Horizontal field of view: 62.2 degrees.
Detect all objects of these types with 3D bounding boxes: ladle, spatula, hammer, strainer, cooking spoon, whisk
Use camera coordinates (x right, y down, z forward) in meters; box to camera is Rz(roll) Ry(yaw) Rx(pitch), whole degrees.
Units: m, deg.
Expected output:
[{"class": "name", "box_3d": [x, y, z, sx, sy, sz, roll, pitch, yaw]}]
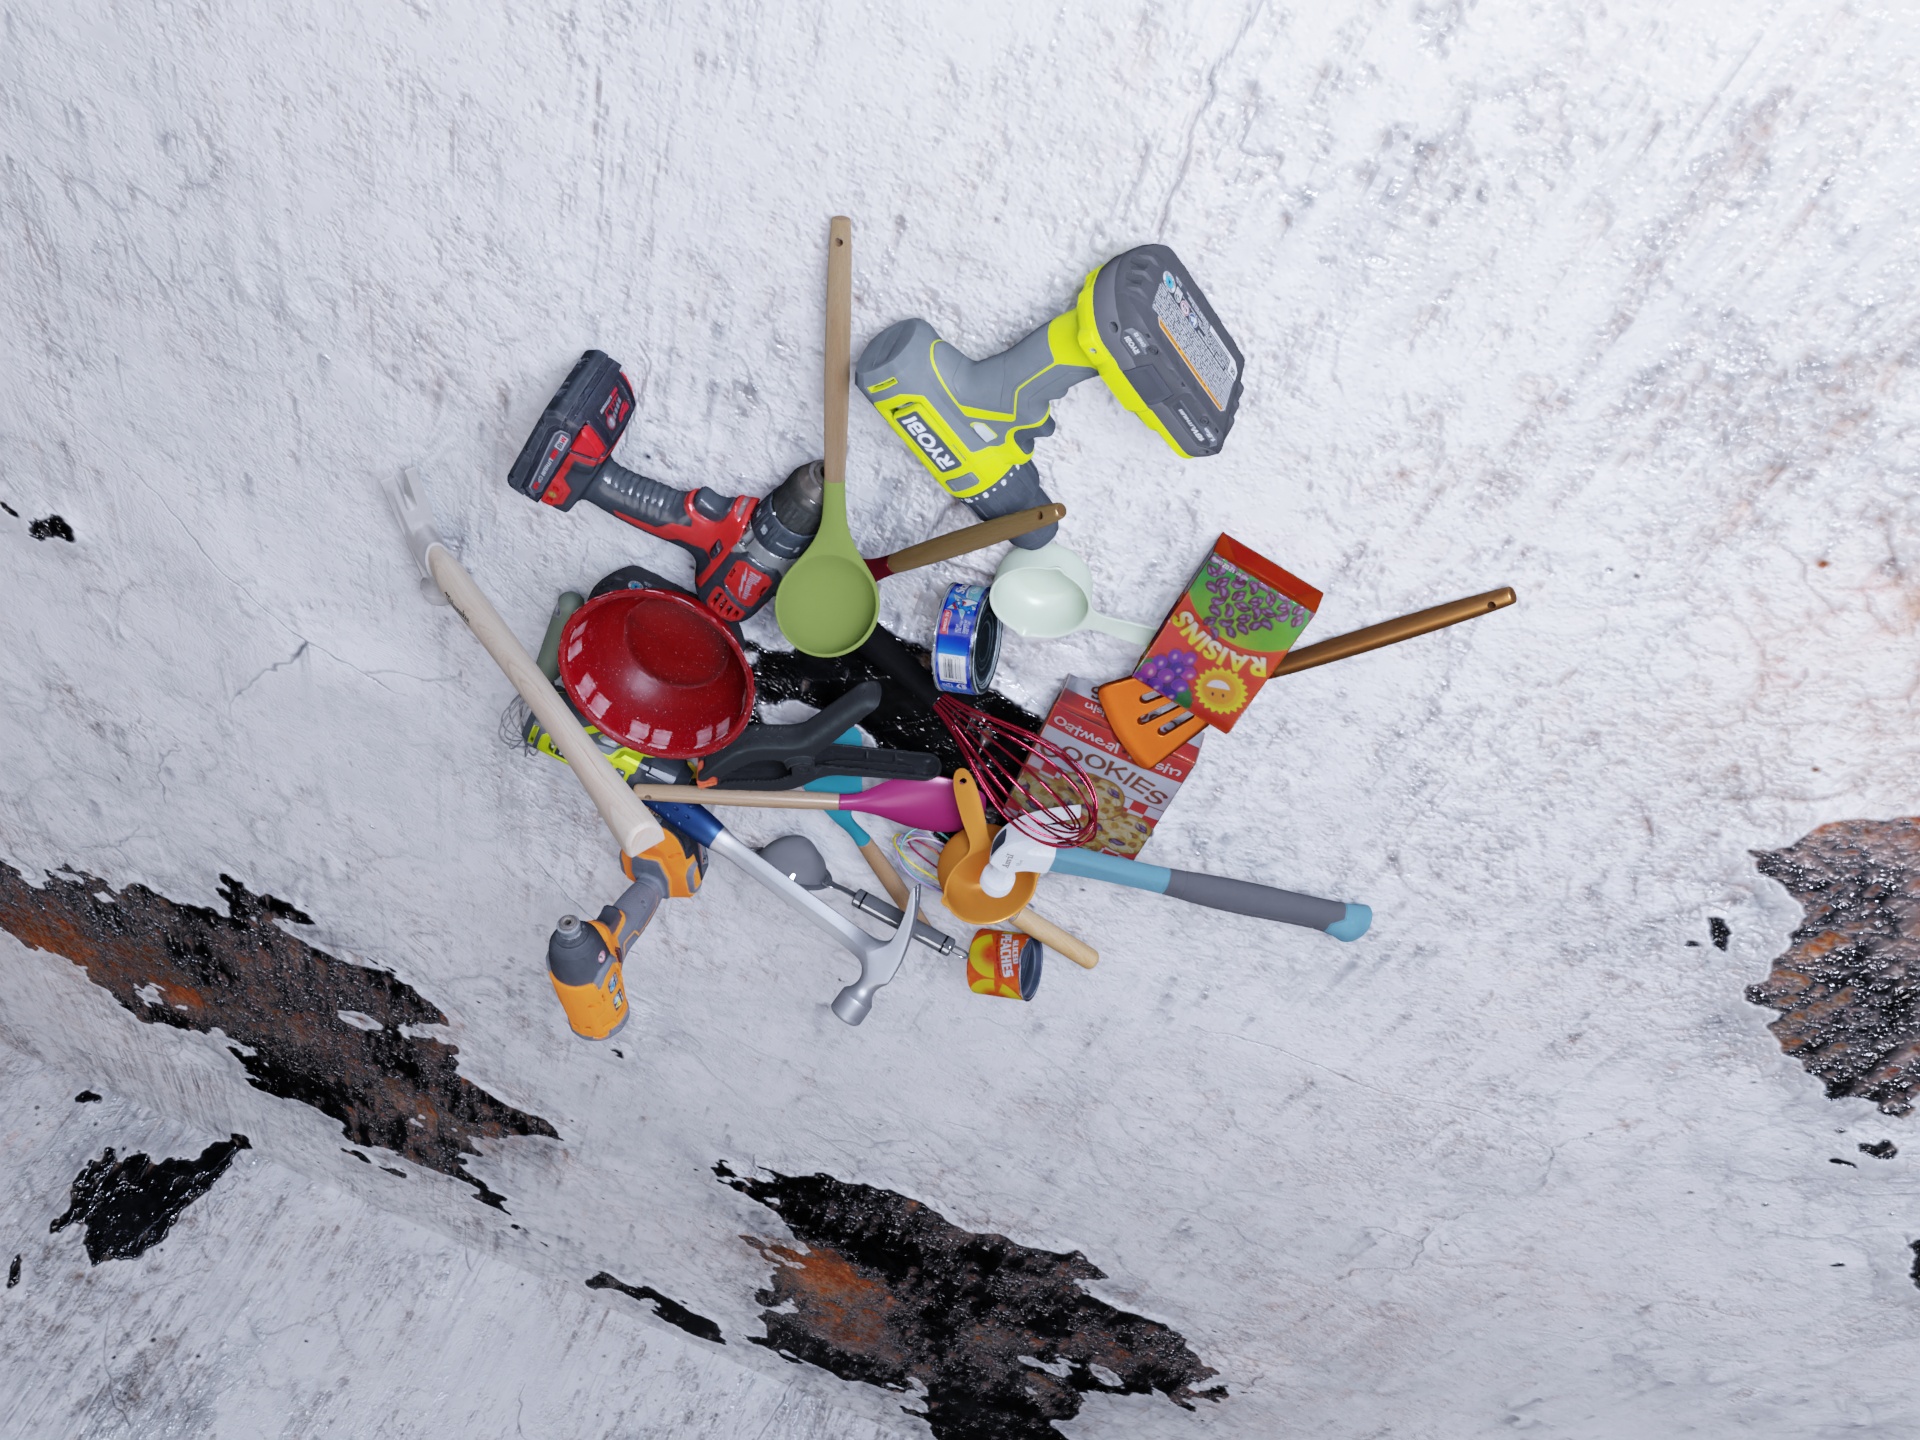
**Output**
[{"class": "ladle", "box_3d": [-0.089, -0.188, 1.110, 0.078, 0.062, 0.320, 7, 125, 3]}, {"class": "spatula", "box_3d": [0.251, -0.040, 1.171, 0.322, 0.041, 0.081, -19, 109, 38]}, {"class": "hammer", "box_3d": [-0.358, -0.044, 1.291, 0.411, 0.038, 0.146, 46, 156, 31]}, {"class": "hammer", "box_3d": [0.189, 0.142, 1.369, 0.331, 0.033, 0.128, 13, 144, -5]}, {"class": "strainer", "box_3d": [-0.104, 0.169, 1.558, 0.258, 0.087, 0.050, 28, 108, 6]}, {"class": "ladle", "box_3d": [-0.032, -0.119, 1.165, 0.315, 0.031, 0.069, -11, 89, 51]}, {"class": "cooking spoon", "box_3d": [-0.136, 0.073, 1.442, 0.319, 0.017, 0.068, 3, 129, -3]}, {"class": "whisk", "box_3d": [-0.002, -0.004, 1.289, 0.296, 0.073, 0.073, 42, 141, 5]}, {"class": "hammer", "box_3d": [-0.219, 0.113, 1.513, 0.405, 0.144, 0.035, 36, -175, 7]}, {"class": "whisk", "box_3d": [-0.388, -0.042, 1.491, 0.059, 0.058, 0.246, 0, 147, -28]}, {"class": "spatula", "box_3d": [-0.079, 0.122, 1.539, 0.082, 0.044, 0.317, -1, 140, 26]}, {"class": "whisk", "box_3d": [0.036, 0.172, 1.529, 0.244, 0.051, 0.047, 33, 171, -18]}]

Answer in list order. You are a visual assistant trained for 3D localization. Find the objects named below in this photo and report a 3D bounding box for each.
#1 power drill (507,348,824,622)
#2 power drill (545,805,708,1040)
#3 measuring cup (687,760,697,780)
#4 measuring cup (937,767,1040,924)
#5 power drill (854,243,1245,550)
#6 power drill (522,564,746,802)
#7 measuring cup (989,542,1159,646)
[{"class": "power drill", "box_3d": [-0.210, -0.182, 1.213, 0.226, 0.080, 0.188, 33, 141, -16]}, {"class": "power drill", "box_3d": [-0.333, 0.181, 1.566, 0.084, 0.227, 0.164, 13, 140, 13]}, {"class": "measuring cup", "box_3d": [-0.322, 0.045, 1.562, 0.156, 0.029, 0.062, 26, 141, -5]}, {"class": "measuring cup", "box_3d": [0.013, 0.103, 1.437, 0.095, 0.052, 0.173, -18, 121, -5]}, {"class": "power drill", "box_3d": [0.067, -0.203, 1.050, 0.228, 0.080, 0.190, -13, 134, 39]}, {"class": "power drill", "box_3d": [-0.281, -0.019, 1.411, 0.171, 0.080, 0.223, 27, 135, -8]}, {"class": "measuring cup", "box_3d": [0.105, -0.087, 1.200, 0.167, 0.038, 0.083, 17, 141, -8]}]
